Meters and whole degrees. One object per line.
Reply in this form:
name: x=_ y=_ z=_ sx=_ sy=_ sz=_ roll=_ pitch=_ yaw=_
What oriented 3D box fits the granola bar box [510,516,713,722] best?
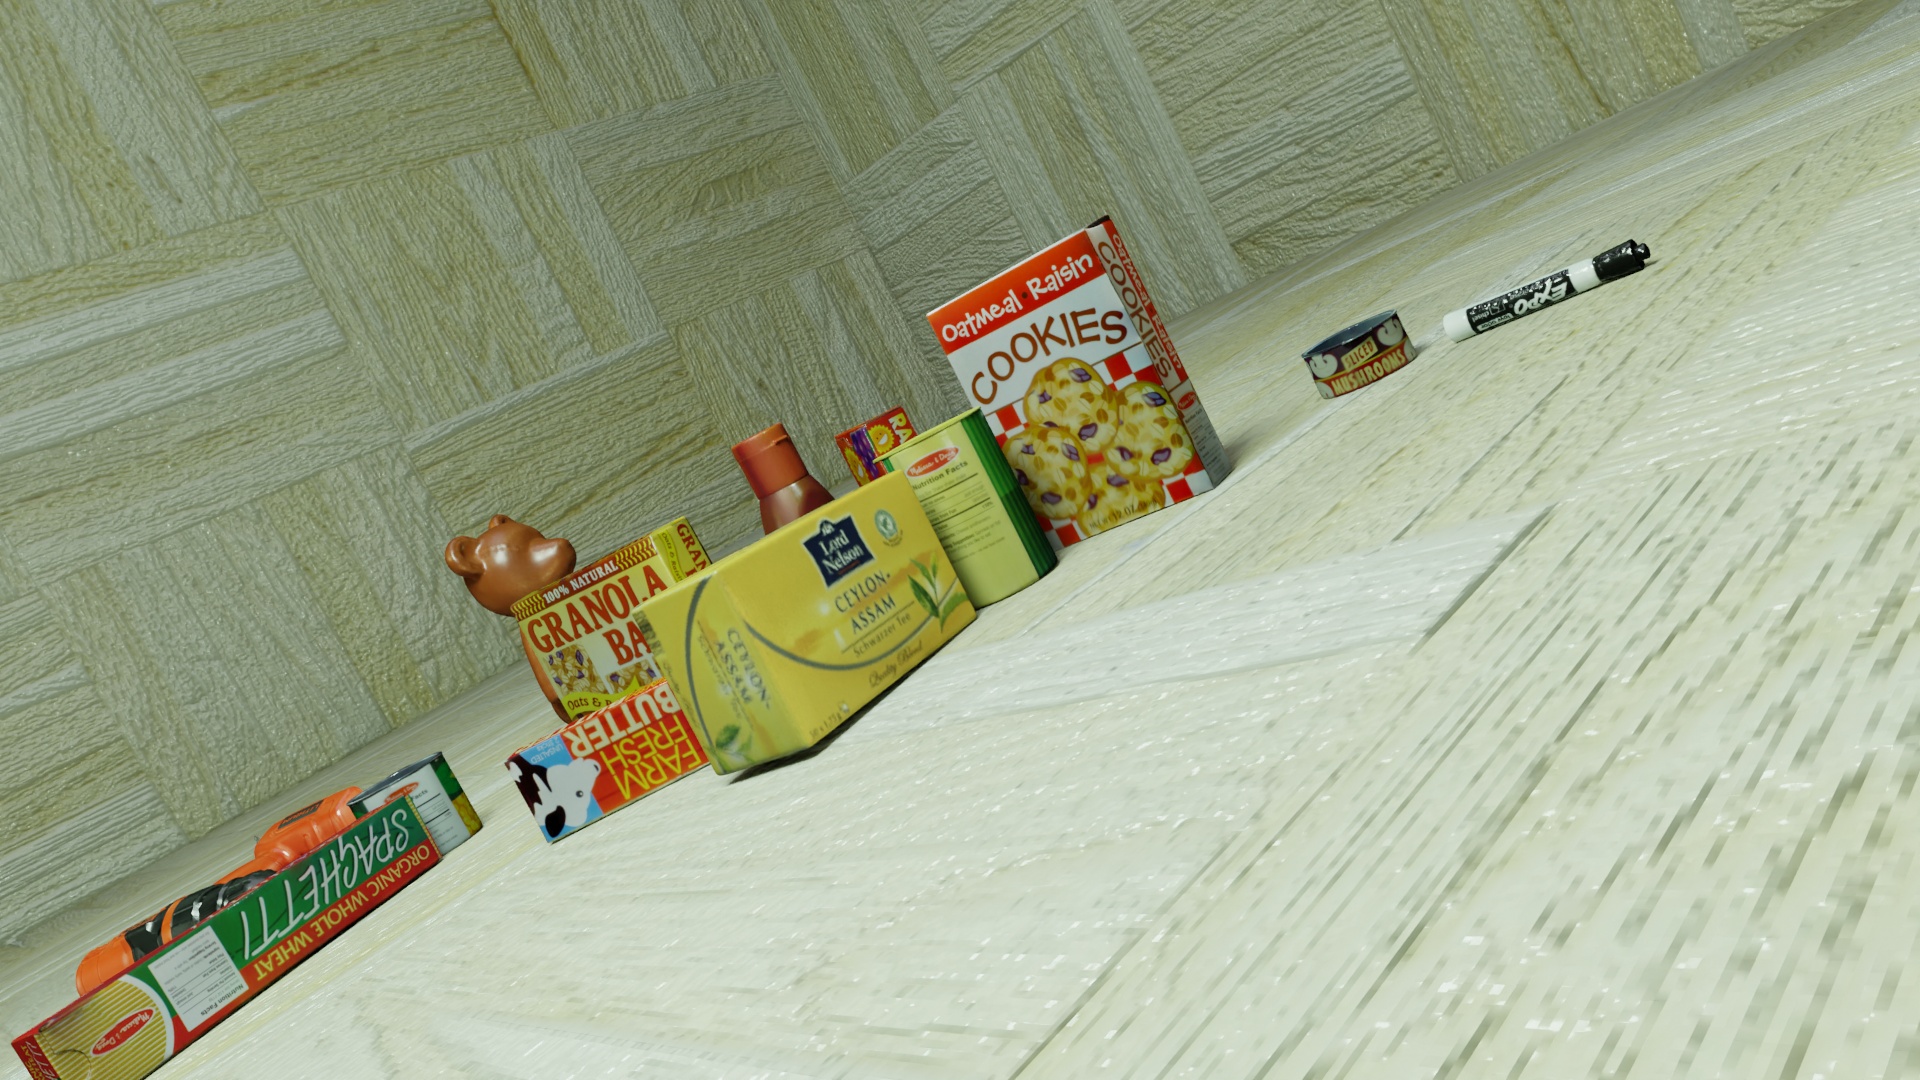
granola bar box: x=-0.213 y=0.068 z=0.921 sx=0.165 sy=0.124 sz=0.039 roll=-22 pitch=8 yaw=38

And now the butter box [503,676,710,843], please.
butter box: x=-0.188 y=0.117 z=0.754 sx=0.103 sy=0.053 sz=0.024 roll=-27 pitch=6 yaw=2

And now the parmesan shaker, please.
parmesan shaker: x=0.003 y=-0.017 z=0.812 sx=0.071 sy=0.103 sz=0.071 roll=-27 pitch=6 yaw=3

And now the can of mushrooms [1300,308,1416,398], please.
can of mushrooms: x=0.258 y=-0.120 z=0.901 sx=0.071 sy=0.033 sz=0.071 roll=-27 pitch=6 yaw=3

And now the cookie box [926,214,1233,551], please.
cookie box: x=0.070 y=-0.090 z=0.833 sx=0.122 sy=0.167 sz=0.040 roll=-23 pitch=8 yaw=35

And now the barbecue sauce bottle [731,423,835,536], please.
barbecue sauce bottle: x=-0.094 y=-0.001 z=0.881 sx=0.043 sy=0.148 sz=0.065 roll=-22 pitch=8 yaw=43

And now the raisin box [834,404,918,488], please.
raisin box: x=-0.047 y=-0.040 z=1.101 sx=0.040 sy=0.123 sz=0.086 roll=-29 pitch=7 yaw=-19

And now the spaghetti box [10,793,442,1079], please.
spaghetti box: x=-0.391 y=0.221 z=0.772 sx=0.028 sy=0.050 sz=0.251 roll=-24 pitch=7 yaw=26

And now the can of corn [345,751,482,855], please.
can of corn: x=-0.361 y=0.181 z=0.922 sx=0.071 sy=0.058 sz=0.071 roll=-27 pitch=6 yaw=3
